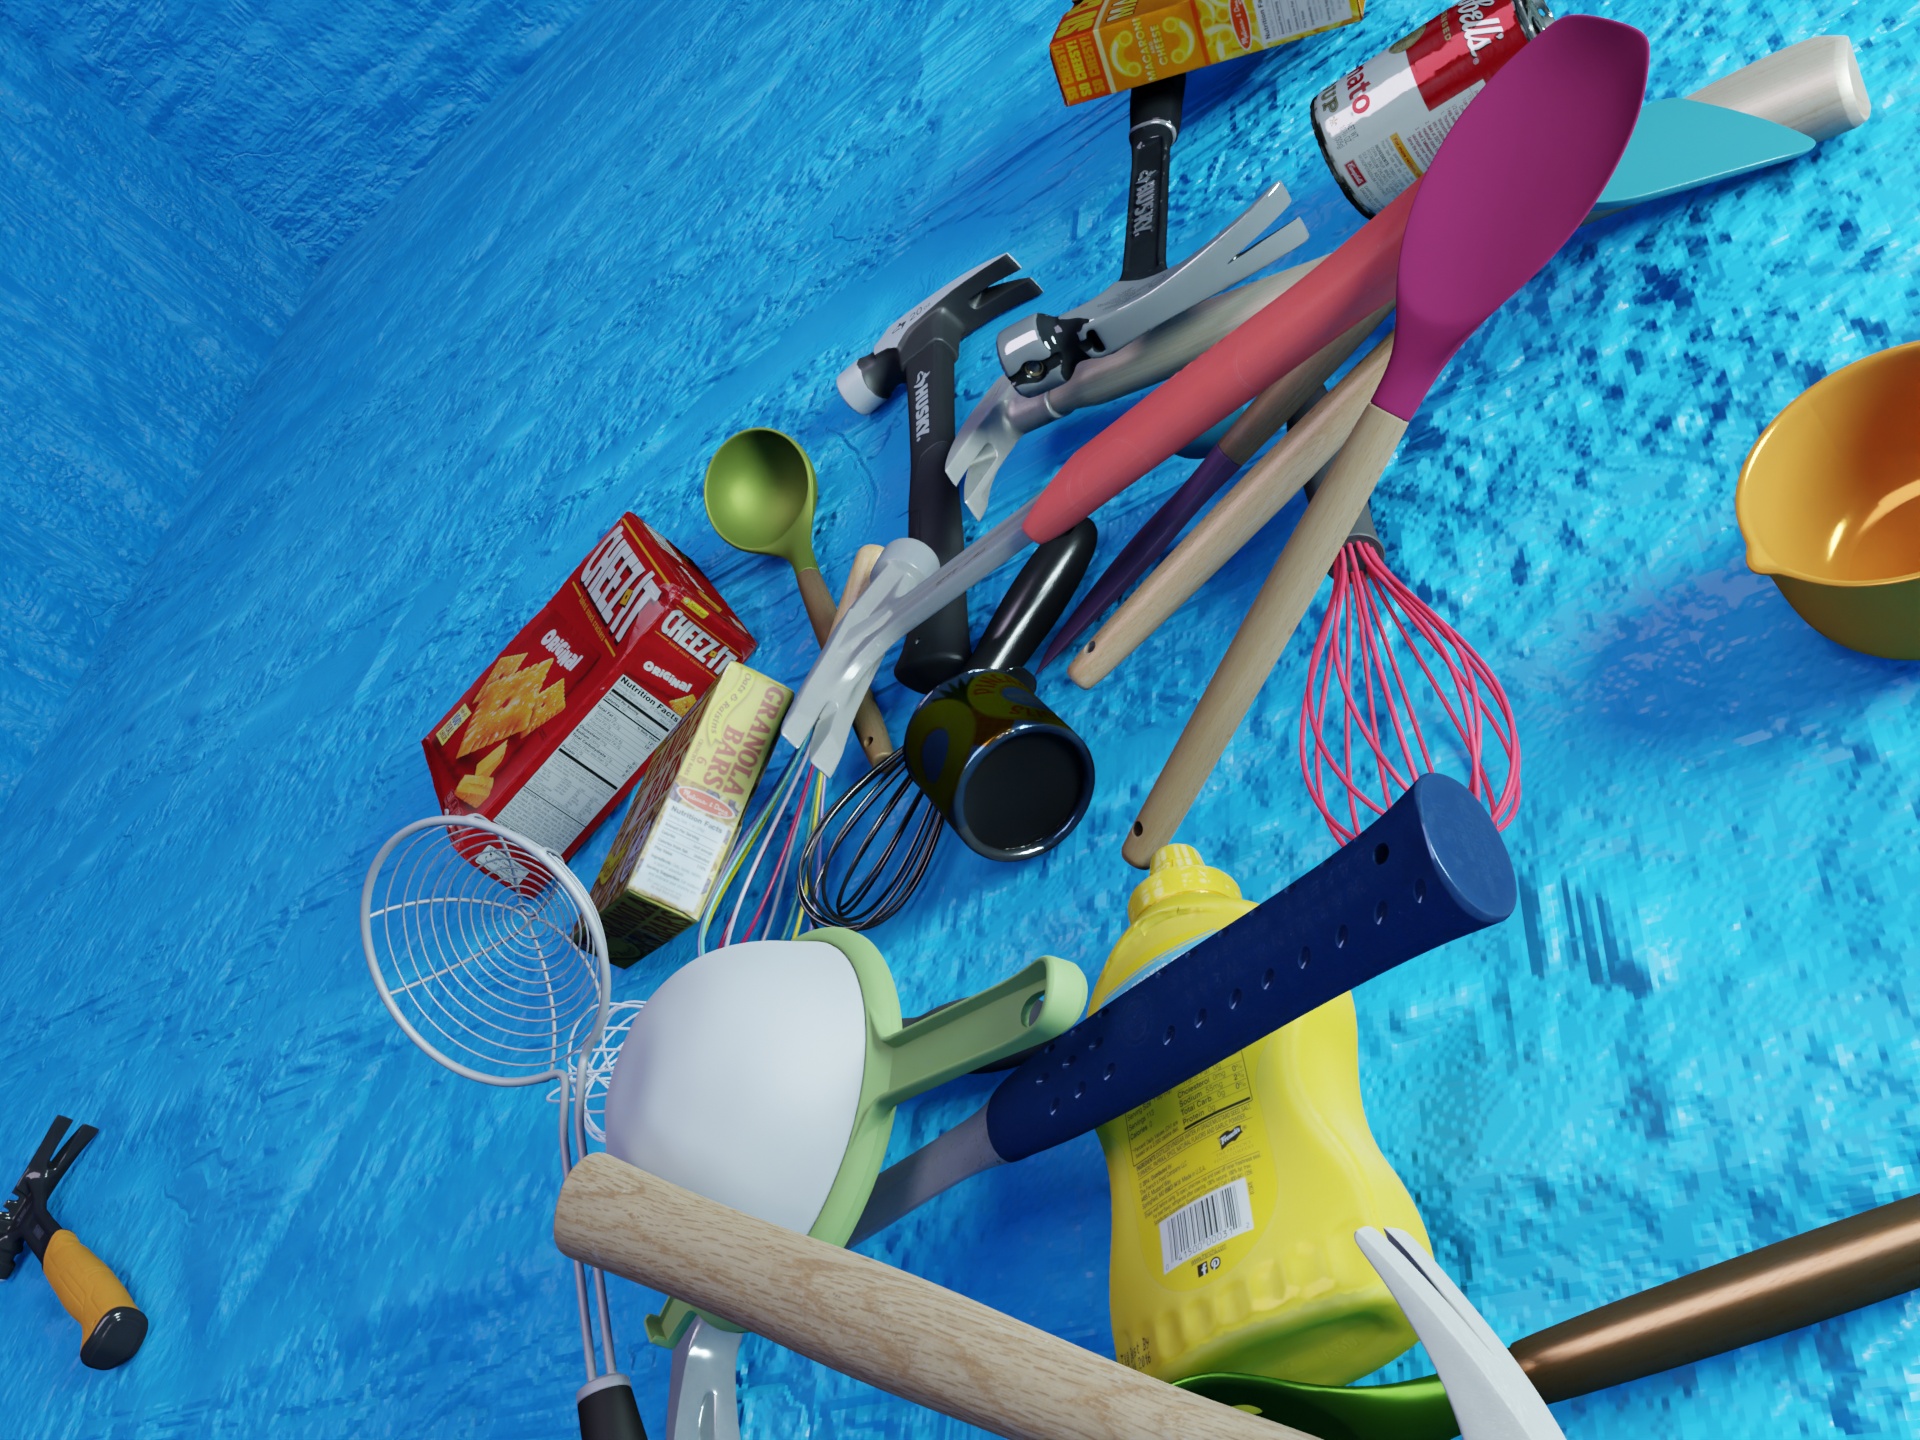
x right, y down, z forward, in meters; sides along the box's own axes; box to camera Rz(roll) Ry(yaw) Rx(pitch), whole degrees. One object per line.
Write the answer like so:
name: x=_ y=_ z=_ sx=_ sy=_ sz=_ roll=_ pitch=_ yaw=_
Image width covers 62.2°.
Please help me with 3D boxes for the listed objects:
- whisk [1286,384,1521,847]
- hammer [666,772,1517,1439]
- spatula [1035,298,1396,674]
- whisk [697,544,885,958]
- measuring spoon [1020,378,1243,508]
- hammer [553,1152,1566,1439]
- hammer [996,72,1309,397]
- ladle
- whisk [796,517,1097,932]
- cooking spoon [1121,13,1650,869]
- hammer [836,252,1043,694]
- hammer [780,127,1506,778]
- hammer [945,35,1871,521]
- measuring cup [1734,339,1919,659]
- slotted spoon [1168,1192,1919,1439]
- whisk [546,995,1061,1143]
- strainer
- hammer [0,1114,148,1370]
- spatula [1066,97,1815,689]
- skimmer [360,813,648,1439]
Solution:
whisk: x=0.150 y=-0.049 z=0.594 sx=0.073 sy=0.073 sz=0.296 roll=-33 pitch=32 yaw=26
hammer: x=0.009 y=0.141 z=0.518 sx=0.405 sy=0.035 sz=0.144 roll=-42 pitch=33 yaw=39
spatula: x=0.131 y=-0.131 z=0.667 sx=0.316 sy=0.018 sz=0.060 roll=-48 pitch=5 yaw=30
whisk: x=-0.080 y=0.022 z=0.786 sx=0.047 sy=0.051 sz=0.245 roll=-11 pitch=57 yaw=54
measuring spoon: x=0.073 y=-0.114 z=0.730 sx=0.128 sy=0.042 sz=0.021 roll=-29 pitch=32 yaw=35
hammer: x=0.004 y=0.177 z=0.443 sx=0.331 sy=0.031 sz=0.130 roll=7 pitch=79 yaw=36
hammer: x=0.109 y=-0.317 z=0.871 sx=0.149 sy=0.036 sz=0.409 roll=-22 pitch=35 yaw=25
ladle: x=-0.090 y=-0.074 z=0.905 sx=0.078 sy=0.062 sz=0.321 roll=-46 pitch=36 yaw=15
whisk: x=-0.001 y=-0.002 z=0.743 sx=0.055 sy=0.055 sz=0.239 roll=10 pitch=62 yaw=53
cooking spoon: x=0.133 y=-0.082 z=0.543 sx=0.069 sy=0.017 sz=0.318 roll=47 pitch=117 yaw=46
hammer: x=-0.011 y=-0.139 z=0.891 sx=0.146 sy=0.035 sz=0.335 roll=-33 pitch=38 yaw=27
hammer: x=0.063 y=-0.103 z=0.640 sx=0.359 sy=0.036 sz=0.149 roll=-33 pitch=22 yaw=37
hammer: x=0.169 y=-0.190 z=0.703 sx=0.411 sy=0.038 sz=0.146 roll=-13 pitch=34 yaw=40
measuring cup: x=0.287 y=-0.036 z=0.425 sx=0.095 sy=0.052 sz=0.174 roll=-41 pitch=37 yaw=15
slotted spoon: x=0.165 y=0.156 z=0.396 sx=0.314 sy=0.070 sz=0.031 roll=-30 pitch=2 yaw=21
whisk: x=-0.075 y=0.146 z=0.682 sx=0.284 sy=0.070 sz=0.070 roll=-14 pitch=48 yaw=36
strainer: x=-0.060 y=0.119 z=0.544 sx=0.256 sy=0.069 sz=0.152 roll=-35 pitch=40 yaw=46
hammer: x=-0.631 y=0.378 z=1.131 sx=0.337 sy=0.034 sz=0.127 roll=2 pitch=61 yaw=50
spatula: x=0.161 y=-0.120 z=0.593 sx=0.317 sy=0.044 sz=0.082 roll=-45 pitch=35 yaw=11
skimmer: x=-0.173 y=0.203 z=0.628 sx=0.127 sy=0.090 sz=0.364 roll=-39 pitch=51 yaw=24
